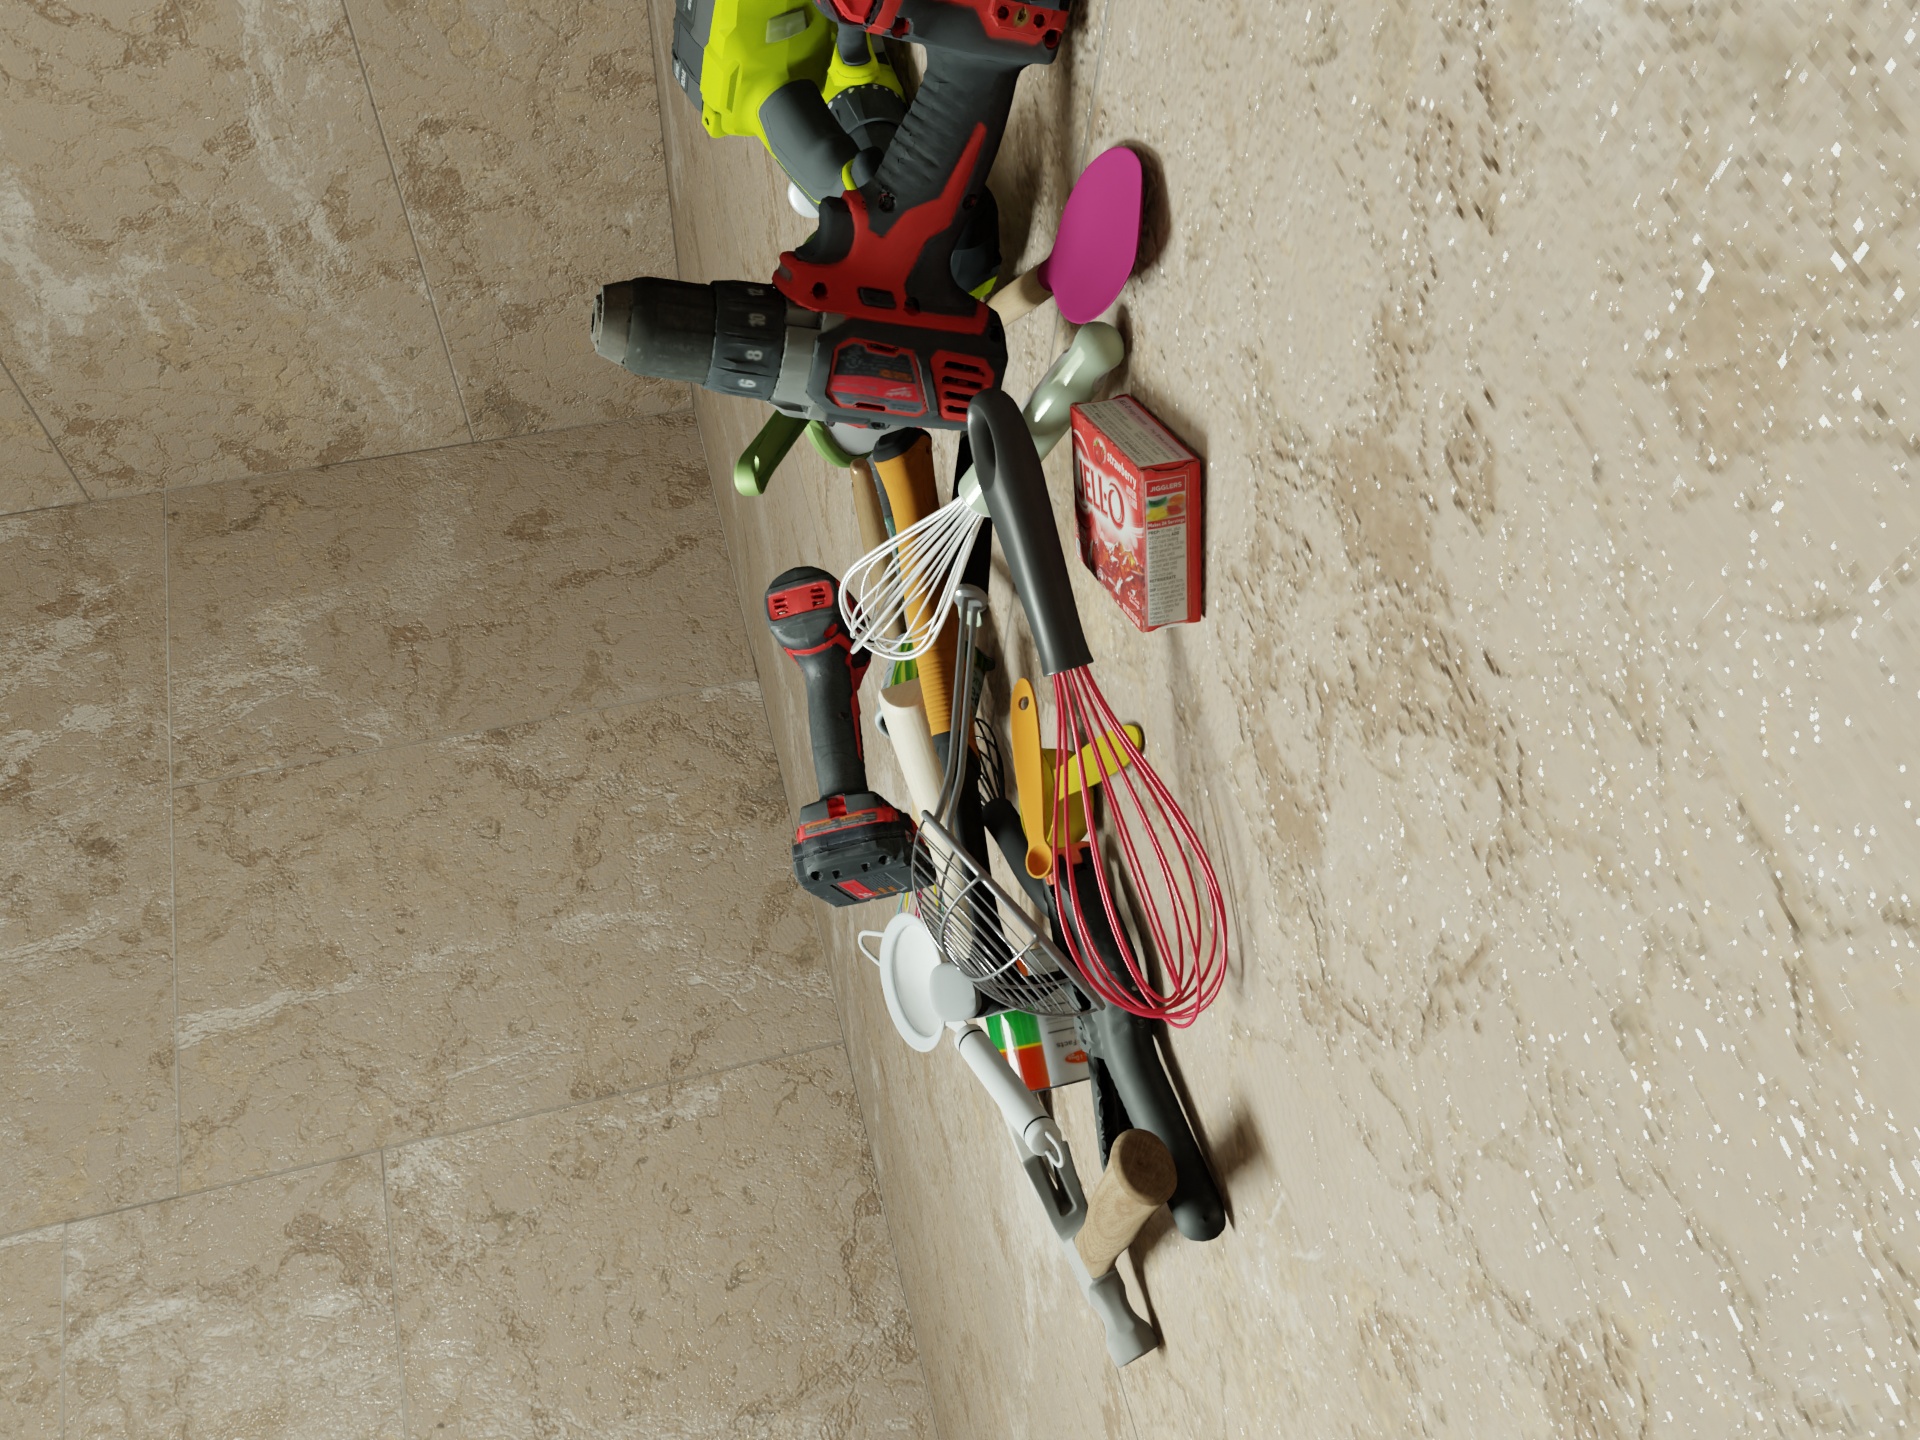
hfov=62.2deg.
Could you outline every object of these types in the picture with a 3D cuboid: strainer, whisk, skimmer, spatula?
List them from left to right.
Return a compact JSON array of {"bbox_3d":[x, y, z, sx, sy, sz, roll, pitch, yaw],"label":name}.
[{"bbox_3d":[-0.064,-0.206,0.965,0.256,0.069,0.151,-67,-29,-50],"label":"strainer"},{"bbox_3d":[-0.035,-0.068,1.092,0.317,0.044,0.082,79,174,-54],"label":"spatula"},{"bbox_3d":[-0.036,0.116,1.418,0.047,0.051,0.244,-105,13,-51],"label":"whisk"},{"bbox_3d":[0.005,0.185,0.933,0.259,0.050,0.086,-138,49,-59],"label":"strainer"},{"bbox_3d":[0.005,-0.104,0.767,0.059,0.058,0.246,43,135,0],"label":"whisk"},{"bbox_3d":[0.027,0.059,1.038,0.239,0.055,0.055,-125,26,-54],"label":"whisk"},{"bbox_3d":[0.029,-0.020,0.835,0.127,0.090,0.364,50,-144,-50],"label":"skimmer"},{"bbox_3d":[0.053,-0.004,0.703,0.073,0.073,0.296,170,83,-79],"label":"whisk"}]

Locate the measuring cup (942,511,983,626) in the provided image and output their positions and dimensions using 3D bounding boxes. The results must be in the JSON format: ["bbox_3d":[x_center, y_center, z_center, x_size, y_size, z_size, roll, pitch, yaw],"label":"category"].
[{"bbox_3d":[0.004,-0.090,1.020,0.168,0.038,0.083,-131,32,-66],"label":"measuring cup"}]

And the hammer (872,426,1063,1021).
[{"bbox_3d":[-0.001,-0.003,0.908,0.127,0.034,0.337,5,-107,-63],"label":"hammer"}]

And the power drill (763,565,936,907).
[{"bbox_3d":[-0.081,0.012,1.119,0.143,0.078,0.220,55,-157,-72],"label":"power drill"}]

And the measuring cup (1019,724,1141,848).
[{"bbox_3d":[0.071,0.030,0.844,0.156,0.029,0.062,140,127,-64],"label":"measuring cup"}]

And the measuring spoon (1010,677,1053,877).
[{"bbox_3d":[0.041,0.031,0.868,0.021,0.011,0.117,-27,59,41],"label":"measuring spoon"}]

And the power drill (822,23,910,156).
[{"bbox_3d":[-0.066,-0.431,0.933,0.228,0.080,0.191,89,166,-52],"label":"power drill"}]

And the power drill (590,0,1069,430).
[{"bbox_3d":[-0.055,-0.238,0.687,0.080,0.187,0.226,-115,34,-55],"label":"power drill"}]

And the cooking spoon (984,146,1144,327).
[{"bbox_3d":[0.038,-0.210,0.765,0.319,0.017,0.069,-155,69,-77],"label":"cooking spoon"}]

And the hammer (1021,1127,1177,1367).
[{"bbox_3d":[0.081,0.271,0.864,0.130,0.031,0.331,61,167,23],"label":"hammer"}]

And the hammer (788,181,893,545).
[{"bbox_3d":[-0.070,-0.260,1.153,0.128,0.033,0.330,-78,-15,-48],"label":"hammer"}]

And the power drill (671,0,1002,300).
[{"bbox_3d":[-0.060,-0.302,0.834,0.223,0.080,0.171,58,160,7],"label":"power drill"}]

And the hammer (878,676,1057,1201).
[{"bbox_3d":[0.011,0.147,1.055,0.146,0.038,0.410,-118,10,-52],"label":"hammer"}]
